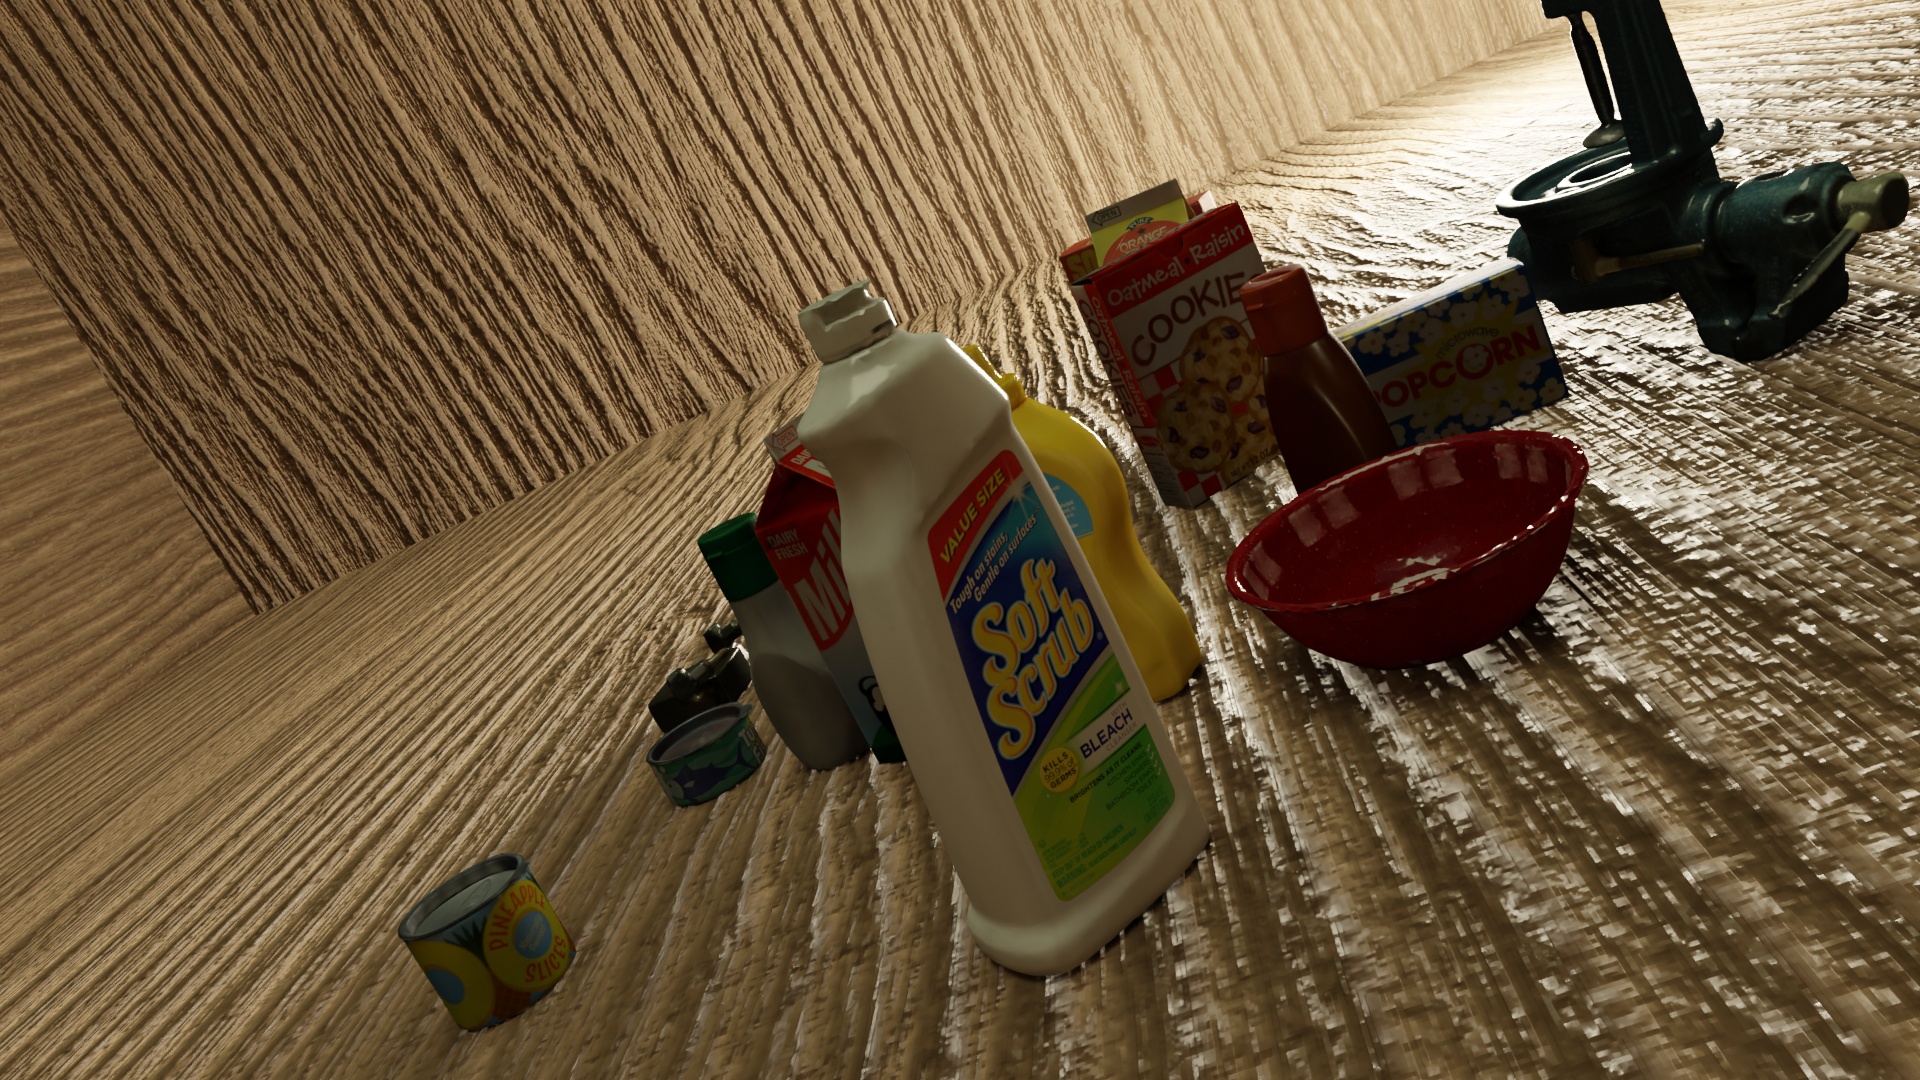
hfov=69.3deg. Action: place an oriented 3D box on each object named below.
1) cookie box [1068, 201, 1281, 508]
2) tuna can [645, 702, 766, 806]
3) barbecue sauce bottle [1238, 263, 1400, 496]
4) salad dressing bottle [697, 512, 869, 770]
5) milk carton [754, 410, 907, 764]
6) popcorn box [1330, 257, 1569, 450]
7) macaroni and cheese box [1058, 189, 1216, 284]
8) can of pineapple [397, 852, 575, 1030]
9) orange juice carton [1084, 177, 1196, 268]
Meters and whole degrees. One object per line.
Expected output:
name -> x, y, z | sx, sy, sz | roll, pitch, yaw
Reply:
cookie box -> 0.161, -0.123, 0.927 | 0.123, 0.167, 0.040 | -30, 15, -17
tuna can -> -0.151, 0.128, 0.841 | 0.071, 0.032, 0.071 | -24, 15, 7
barbecue sauce bottle -> 0.192, -0.073, 0.743 | 0.044, 0.148, 0.065 | -34, 16, -28
salad dressing bottle -> -0.097, 0.056, 0.776 | 0.064, 0.147, 0.044 | -16, 17, 33
milk carton -> -0.041, 0.017, 0.733 | 0.073, 0.190, 0.073 | -15, 18, 35
popcorn box -> 0.281, -0.102, 0.821 | 0.126, 0.085, 0.038 | -22, 15, 12
macaroni and cheese box -> 0.166, -0.170, 1.081 | 0.123, 0.166, 0.040 | -16, 17, 32
can of pineapple -> -0.232, 0.198, 0.689 | 0.071, 0.057, 0.071 | -24, 15, 7
orange juice carton -> 0.159, -0.159, 1.003 | 0.071, 0.192, 0.073 | -20, 15, 20
